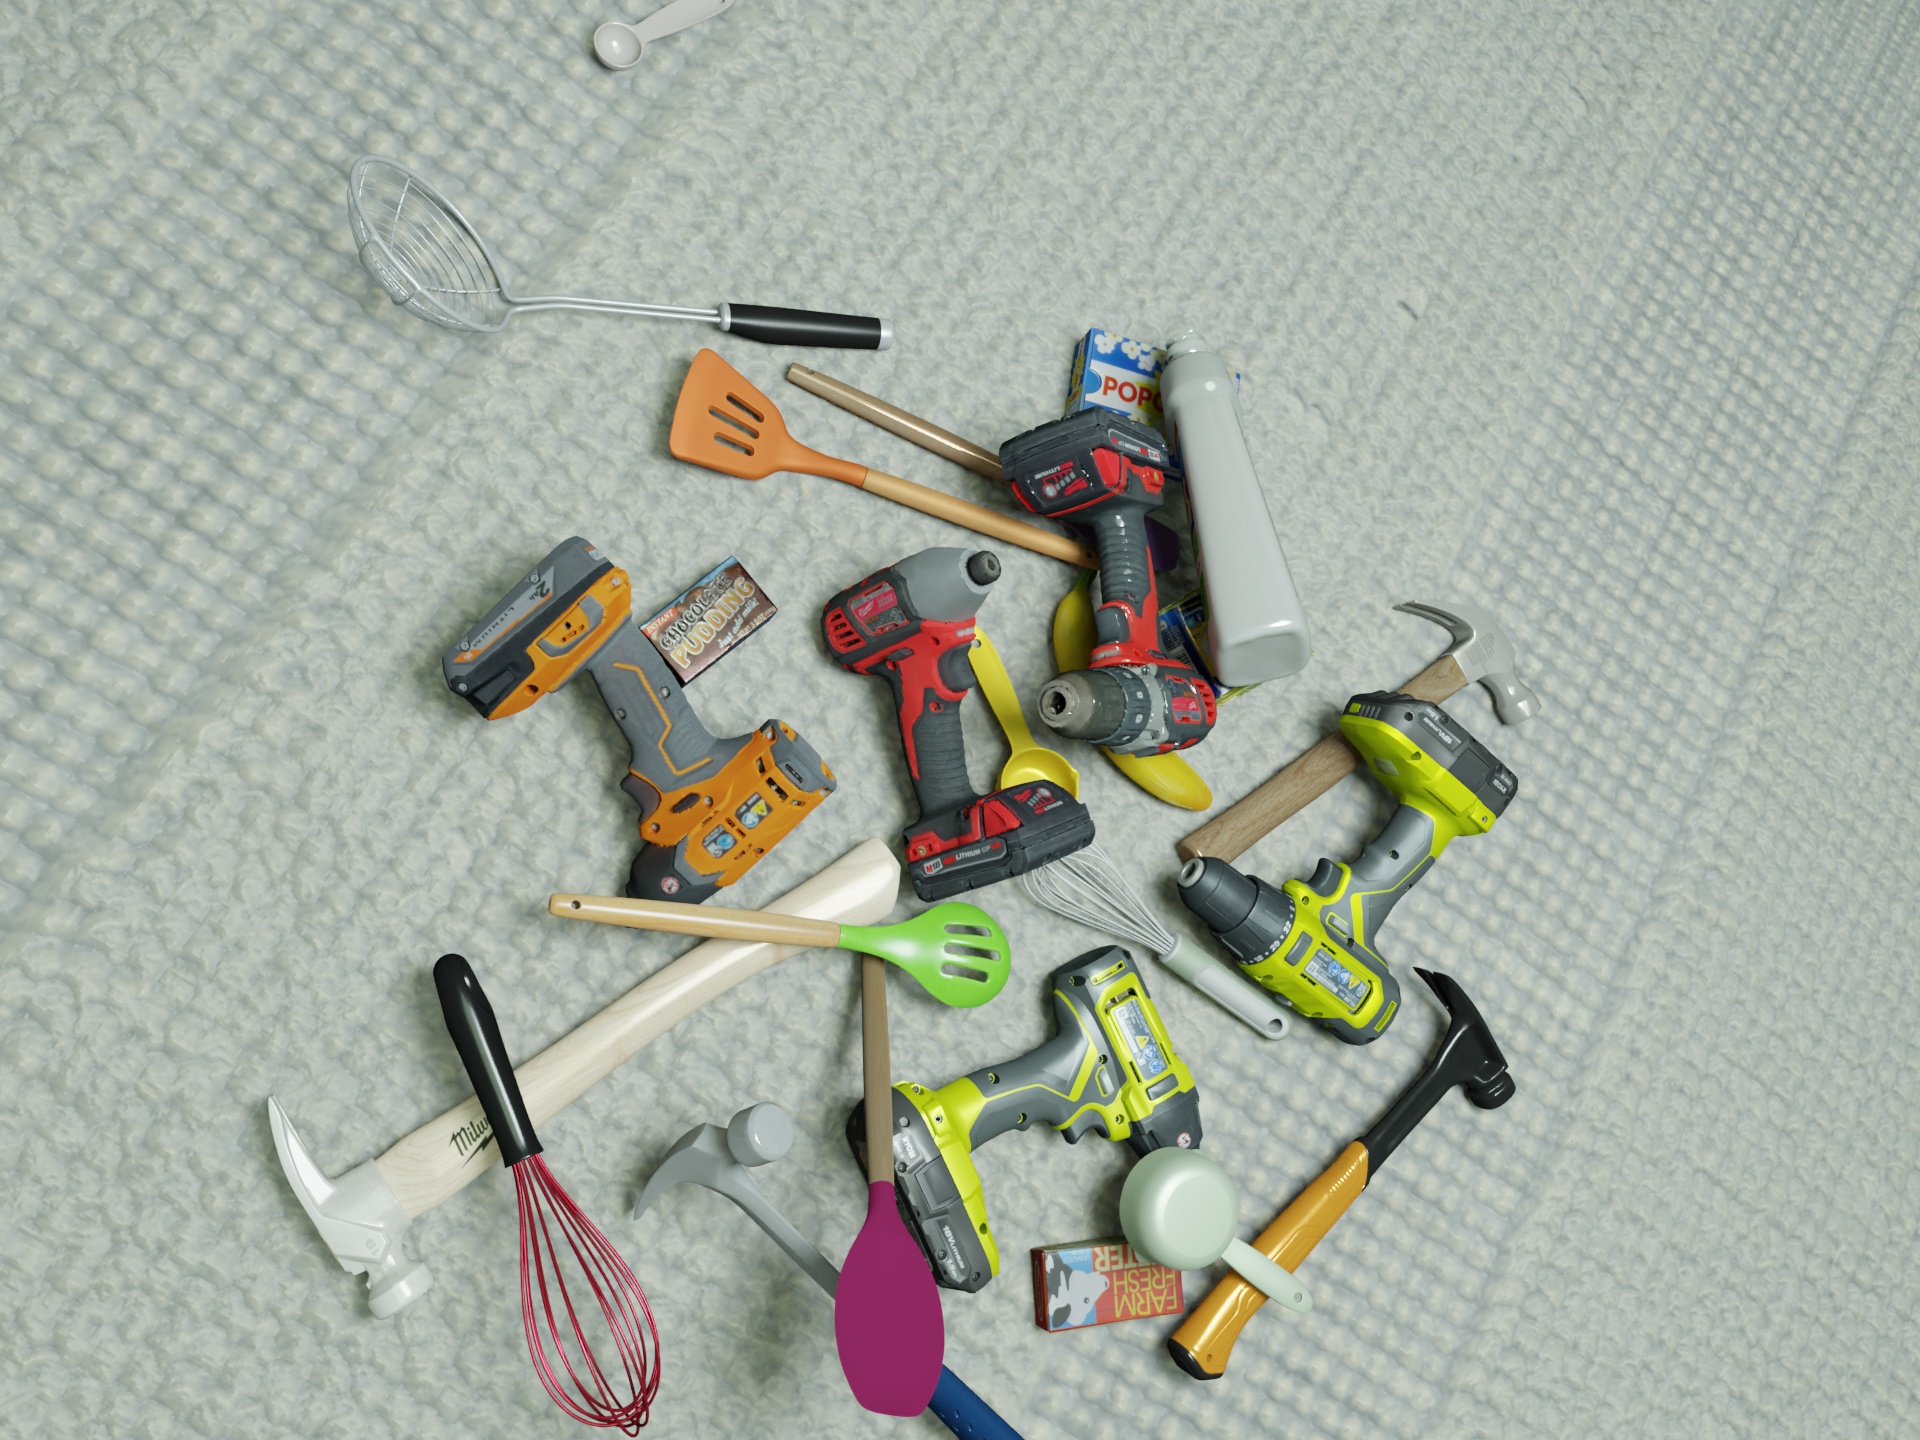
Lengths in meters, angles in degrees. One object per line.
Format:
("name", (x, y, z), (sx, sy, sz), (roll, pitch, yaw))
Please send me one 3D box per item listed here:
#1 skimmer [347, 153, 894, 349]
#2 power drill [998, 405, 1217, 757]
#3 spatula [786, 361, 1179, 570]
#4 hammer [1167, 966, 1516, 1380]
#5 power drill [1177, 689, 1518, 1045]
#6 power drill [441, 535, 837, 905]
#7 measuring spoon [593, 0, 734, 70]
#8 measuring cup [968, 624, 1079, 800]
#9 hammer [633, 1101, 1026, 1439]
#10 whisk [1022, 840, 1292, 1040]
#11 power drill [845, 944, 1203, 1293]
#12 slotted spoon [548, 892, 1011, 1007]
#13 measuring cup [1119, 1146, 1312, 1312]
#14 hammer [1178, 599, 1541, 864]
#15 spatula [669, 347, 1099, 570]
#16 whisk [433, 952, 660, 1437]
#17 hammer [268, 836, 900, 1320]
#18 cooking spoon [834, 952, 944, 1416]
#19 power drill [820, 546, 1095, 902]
("skimmer", (-0.211, -0.296, 1.049), (0.363, 0.090, 0.127), (1, 50, -21))
("power drill", (0.092, -0.086, 1.053), (0.187, 0.080, 0.227), (2, 75, -57))
("spatula", (0.021, -0.183, 1.145), (0.315, 0.018, 0.060), (24, 48, -13))
("hammer", (0.264, 0.325, 1.123), (0.337, 0.034, 0.127), (-40, 111, -21))
("power drill", (0.275, 0.094, 1.136), (0.190, 0.080, 0.228), (38, 83, -19))
("power drill", (-0.211, 0.015, 0.996), (0.164, 0.084, 0.226), (-43, 100, 3))
("measuring spoon", (-0.208, -0.491, 1.125), (0.124, 0.018, 0.034), (-39, 95, -27))
("measuring cup", (0.033, 0.005, 1.124), (0.062, 0.029, 0.157), (-18, 76, -21))
("hammer", (-0.038, 0.396, 0.995), (0.405, 0.144, 0.035), (49, 38, -15))
("whisk", (0.142, 0.156, 1.120), (0.246, 0.059, 0.058), (36, 99, -15))
("power drill", (0.053, 0.273, 1.056), (0.223, 0.080, 0.171), (-25, 90, -24))
("slotted spoon", (-0.103, 0.136, 1.009), (0.313, 0.031, 0.070), (10, 71, -23))
("measuring cup", (0.179, 0.346, 1.046), (0.167, 0.038, 0.083), (38, 73, -13))
("hammer", (0.295, 0.017, 1.203), (0.331, 0.031, 0.130), (-32, 93, -21))
("spatula", (-0.043, -0.164, 1.108), (0.322, 0.041, 0.081), (18, 75, -13))
("whisk", (-0.246, 0.272, 0.921), (0.073, 0.073, 0.296), (-21, 81, -21))
("hammer", (-0.216, 0.186, 0.997), (0.410, 0.038, 0.146), (-33, 91, -21))
("cooking spoon", (-0.049, 0.258, 0.959), (0.068, 0.017, 0.319), (19, 41, -23))
("power drill", (-0.002, -0.003, 1.042), (0.078, 0.143, 0.220), (-17, 85, -49))
